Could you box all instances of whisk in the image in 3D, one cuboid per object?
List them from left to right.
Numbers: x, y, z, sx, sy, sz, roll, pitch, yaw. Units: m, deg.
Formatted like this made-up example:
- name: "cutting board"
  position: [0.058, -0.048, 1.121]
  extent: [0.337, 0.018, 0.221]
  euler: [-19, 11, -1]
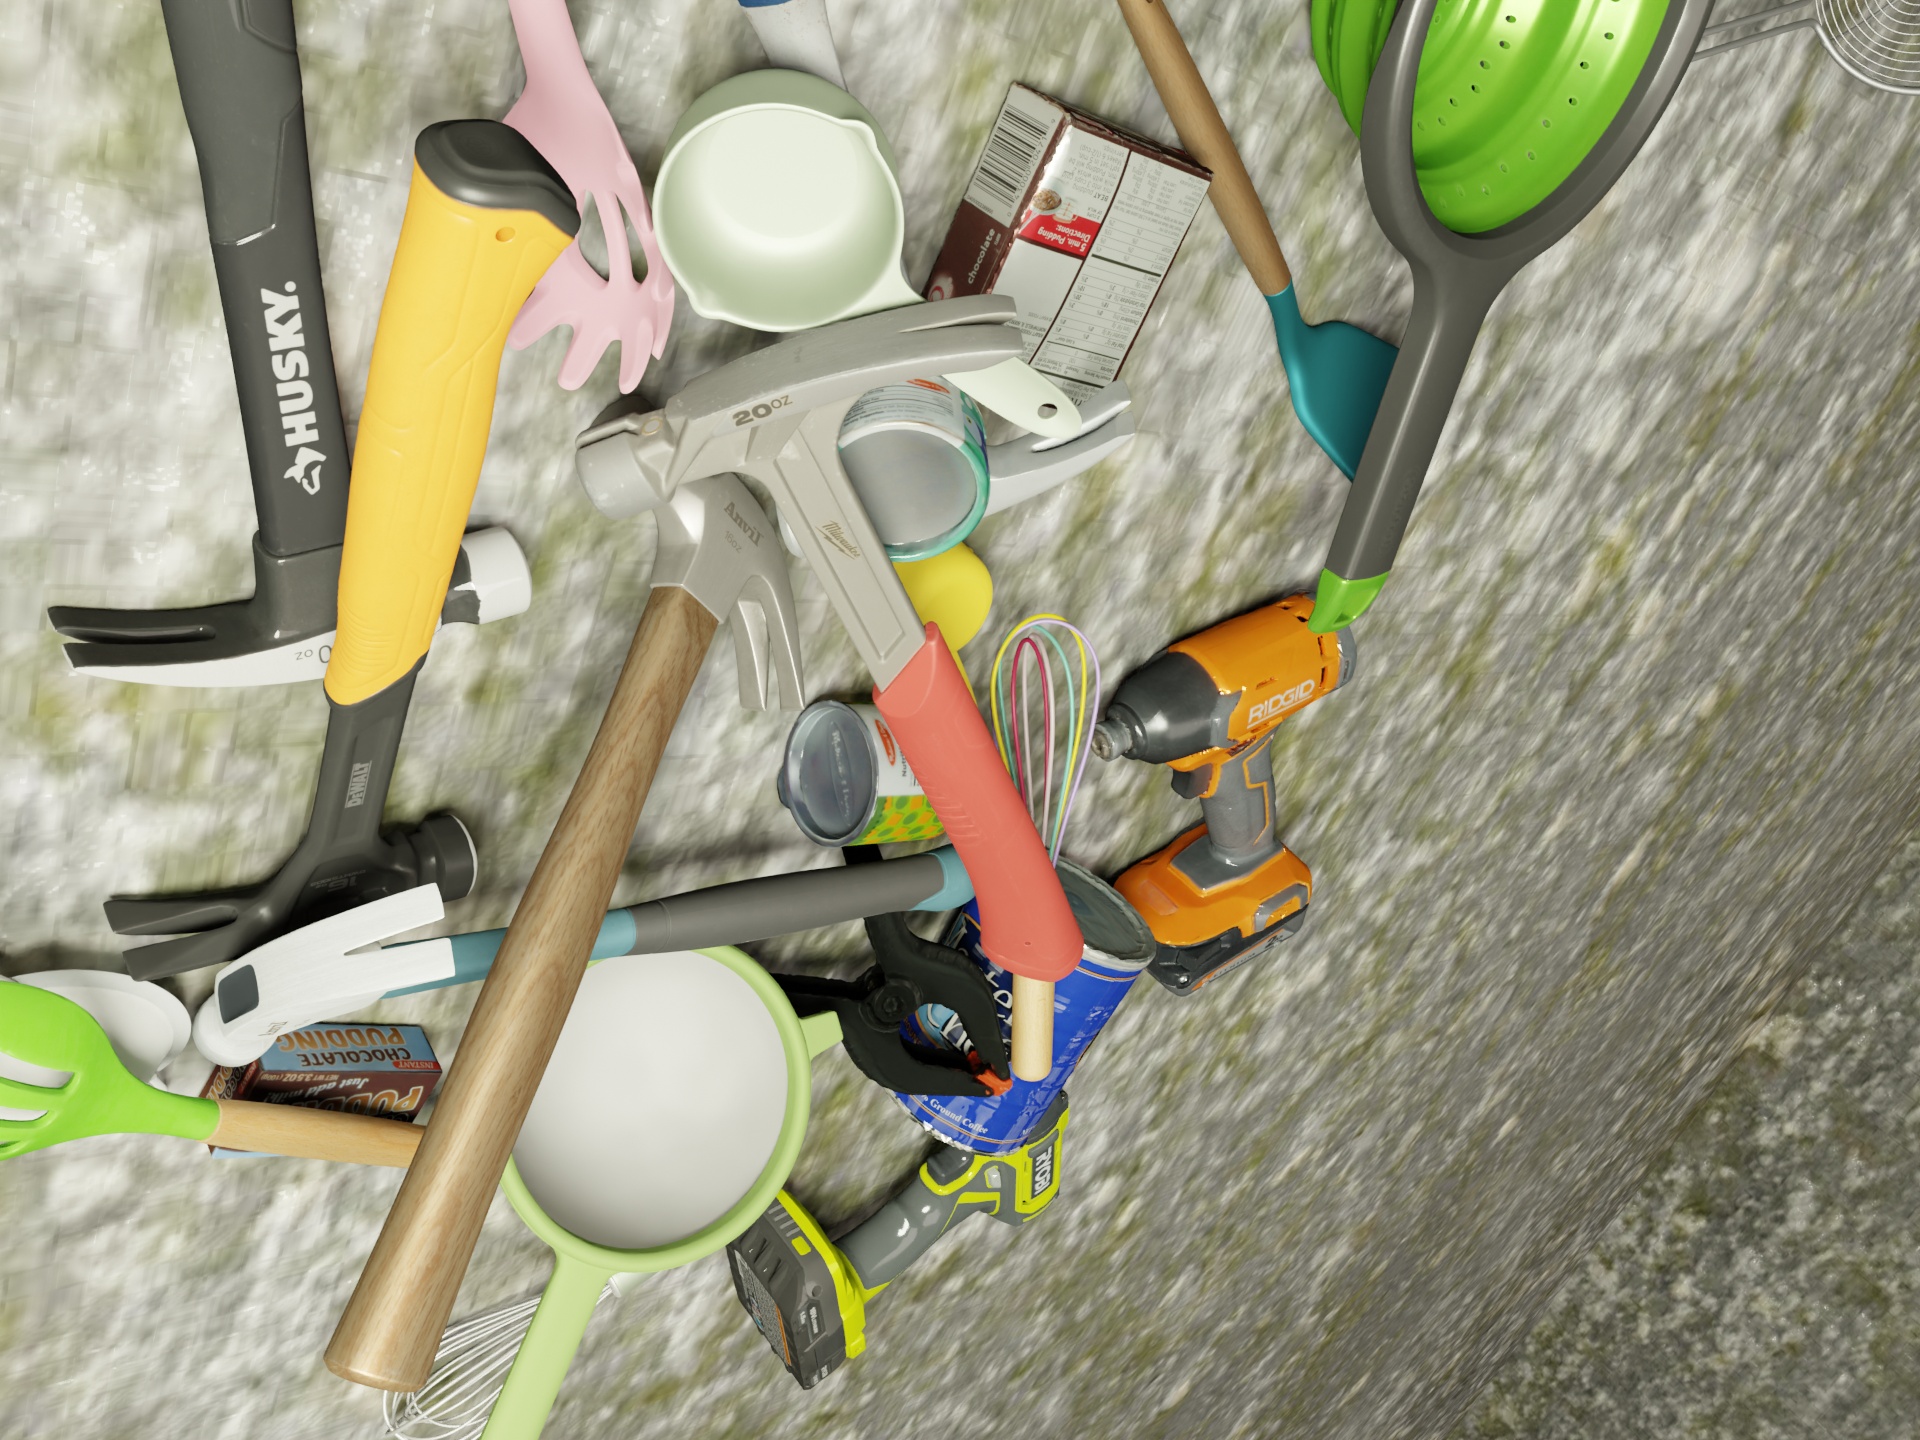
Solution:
- name: "whisk"
  position: [-0.198, 0.308, 0.864]
  extent: [0.246, 0.058, 0.059]
  euler: [-30, 175, -24]
- name: "whisk"
  position: [0.034, 0.066, 0.783]
  extent: [0.047, 0.051, 0.245]
  euler: [-24, 120, -54]

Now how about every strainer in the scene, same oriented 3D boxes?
- name: "strainer"
  position: [-0.336, 0.078, 0.521]
  extent: [0.087, 0.050, 0.258]
  euler: [-22, 136, -6]
- name: "strainer"
  position: [-0.168, 0.218, 0.719]
  extent: [0.151, 0.069, 0.256]
  euler: [29, 73, -25]

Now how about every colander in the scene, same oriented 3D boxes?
- name: "colander"
  position: [0.196, -0.226, 0.687]
  extent: [0.204, 0.095, 0.396]
  euler: [-15, 131, -37]

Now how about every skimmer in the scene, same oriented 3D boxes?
- name: "skimmer"
  position: [0.404, -0.347, 0.785]
  extent: [0.363, 0.090, 0.127]
  euler: [-24, 105, -23]

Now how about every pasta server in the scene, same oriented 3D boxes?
- name: "pasta server"
  position: [-0.129, -0.234, 0.427]
  extent: [0.315, 0.060, 0.040]
  euler: [83, 20, -43]

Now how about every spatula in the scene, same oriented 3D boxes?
- name: "spatula"
  position: [0.141, -0.210, 0.700]
  extent: [0.317, 0.044, 0.082]
  euler: [41, 72, -51]

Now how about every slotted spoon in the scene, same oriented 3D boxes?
- name: "slotted spoon"
  position: [-0.264, 0.152, 0.601]
  extent: [0.070, 0.031, 0.313]
  euler: [-50, 150, 0]

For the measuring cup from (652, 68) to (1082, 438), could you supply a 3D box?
- name: "measuring cup"
  position: [-0.023, -0.145, 0.517]
  extent: [0.167, 0.038, 0.083]
  euler: [29, 128, -33]

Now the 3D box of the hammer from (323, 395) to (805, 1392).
- name: "hammer"
  position: [-0.134, 0.059, 0.554]
  extent: [0.129, 0.031, 0.331]
  euler: [45, 55, -50]

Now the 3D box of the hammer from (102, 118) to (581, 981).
- name: "hammer"
  position: [-0.184, -0.031, 0.489]
  extent: [0.127, 0.034, 0.336]
  euler: [-13, 149, -38]

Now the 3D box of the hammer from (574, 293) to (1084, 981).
- name: "hammer"
  position: [-0.001, -0.002, 0.625]
  extent: [0.149, 0.037, 0.358]
  euler: [-15, 138, 10]

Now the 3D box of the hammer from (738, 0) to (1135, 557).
- name: "hammer"
  position: [-0.046, -0.216, 0.491]
  extent: [0.144, 0.035, 0.405]
  euler: [-12, 136, 8]

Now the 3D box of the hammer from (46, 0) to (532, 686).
- name: "hammer"
  position: [-0.201, -0.150, 0.439]
  extent: [0.146, 0.035, 0.334]
  euler: [-20, 136, -31]

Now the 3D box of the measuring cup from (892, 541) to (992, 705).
- name: "measuring cup"
  position: [-0.002, -0.022, 0.749]
  extent: [0.062, 0.029, 0.156]
  euler: [-34, 140, -15]

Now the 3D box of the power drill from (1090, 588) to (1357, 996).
- name: "power drill"
  position: [0.138, 0.047, 0.909]
  extent: [0.164, 0.084, 0.226]
  euler: [-23, 133, -27]

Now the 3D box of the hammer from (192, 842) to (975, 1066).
- name: "hammer"
  position: [-0.130, 0.086, 0.662]
  extent: [0.331, 0.033, 0.128]
  euler: [-6, 163, -38]

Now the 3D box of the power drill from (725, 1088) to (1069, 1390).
- name: "power drill"
  position: [-0.030, 0.293, 0.982]
  extent: [0.223, 0.080, 0.171]
  euler: [-30, 141, -26]
